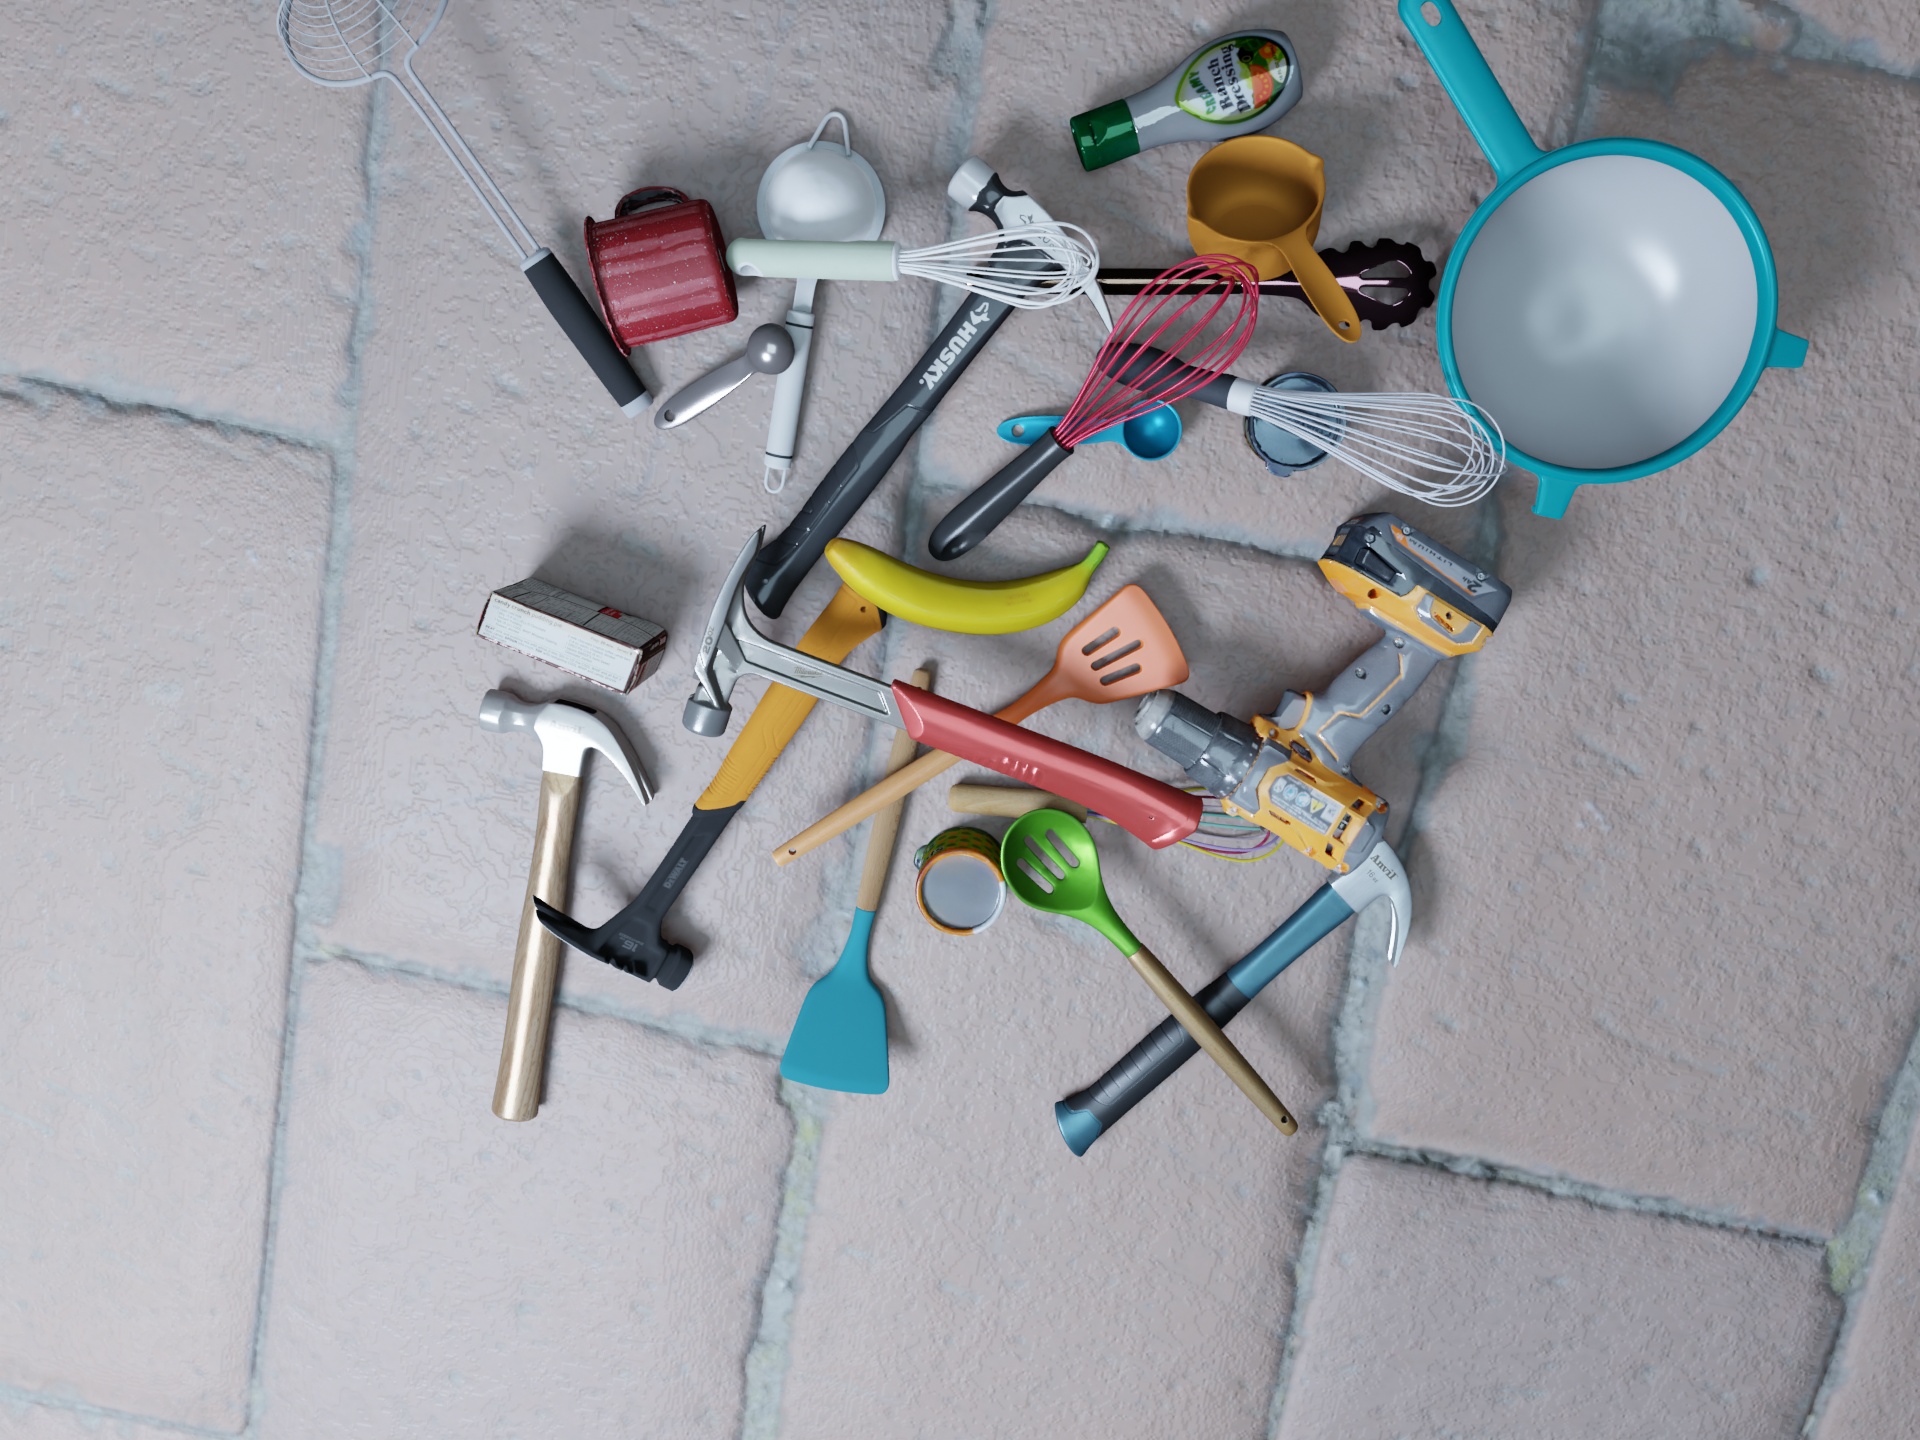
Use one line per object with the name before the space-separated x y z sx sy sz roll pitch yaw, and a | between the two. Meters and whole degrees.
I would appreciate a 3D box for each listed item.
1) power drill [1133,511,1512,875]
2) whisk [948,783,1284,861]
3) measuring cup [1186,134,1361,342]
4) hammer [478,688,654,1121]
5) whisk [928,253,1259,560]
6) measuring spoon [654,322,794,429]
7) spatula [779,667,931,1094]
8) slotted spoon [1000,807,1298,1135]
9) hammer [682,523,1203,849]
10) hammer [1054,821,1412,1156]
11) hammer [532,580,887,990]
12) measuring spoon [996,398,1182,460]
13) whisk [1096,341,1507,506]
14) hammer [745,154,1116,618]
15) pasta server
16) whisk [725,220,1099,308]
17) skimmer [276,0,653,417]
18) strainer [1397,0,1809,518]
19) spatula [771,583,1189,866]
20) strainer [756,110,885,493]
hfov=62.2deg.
power drill | 0.243 -0.032 1.085 0.185 0.084 0.226 30 95 -4
whisk | 0.113 0.069 1.147 0.245 0.051 0.047 4 108 5
measuring cup | 0.208 -0.295 1.019 0.095 0.052 0.174 -24 68 -3
hammer | -0.310 0.146 1.189 0.130 0.031 0.331 11 103 1
whisk | 0.081 -0.197 1.050 0.073 0.073 0.295 47 120 -7
measuring spoon | -0.166 -0.231 1.089 0.124 0.018 0.034 -27 95 25
spatula | -0.061 0.117 1.164 0.082 0.044 0.317 12 101 -7
slotted spoon | 0.140 0.186 1.146 0.070 0.031 0.313 -43 98 -9
hammer | -0.002 -0.003 1.084 0.359 0.037 0.149 21 106 -4
hammer | 0.194 0.204 1.177 0.331 0.033 0.128 -44 96 11
hammer | -0.167 0.037 1.140 0.127 0.034 0.337 31 99 -28
measuring spoon | 0.090 -0.202 1.104 0.128 0.021 0.042 2 102 12
whisk | 0.215 -0.202 1.034 0.285 0.070 0.070 23 104 25
hammer | -0.037 -0.203 1.086 0.146 0.035 0.334 40 105 -1
pasta server | 0.162 -0.295 1.074 0.316 0.040 0.060 2 103 6
whisk | -0.033 -0.296 1.024 0.246 0.057 0.059 5 77 11
skimmer | -0.320 -0.369 1.078 0.127 0.090 0.363 -32 109 6
strainer | 0.369 -0.314 1.024 0.211 0.095 0.340 -33 97 7
spatula | 0.006 0.016 1.127 0.322 0.041 0.081 -32 100 -1
strainer | -0.106 -0.281 1.082 0.087 0.050 0.258 10 106 -3
